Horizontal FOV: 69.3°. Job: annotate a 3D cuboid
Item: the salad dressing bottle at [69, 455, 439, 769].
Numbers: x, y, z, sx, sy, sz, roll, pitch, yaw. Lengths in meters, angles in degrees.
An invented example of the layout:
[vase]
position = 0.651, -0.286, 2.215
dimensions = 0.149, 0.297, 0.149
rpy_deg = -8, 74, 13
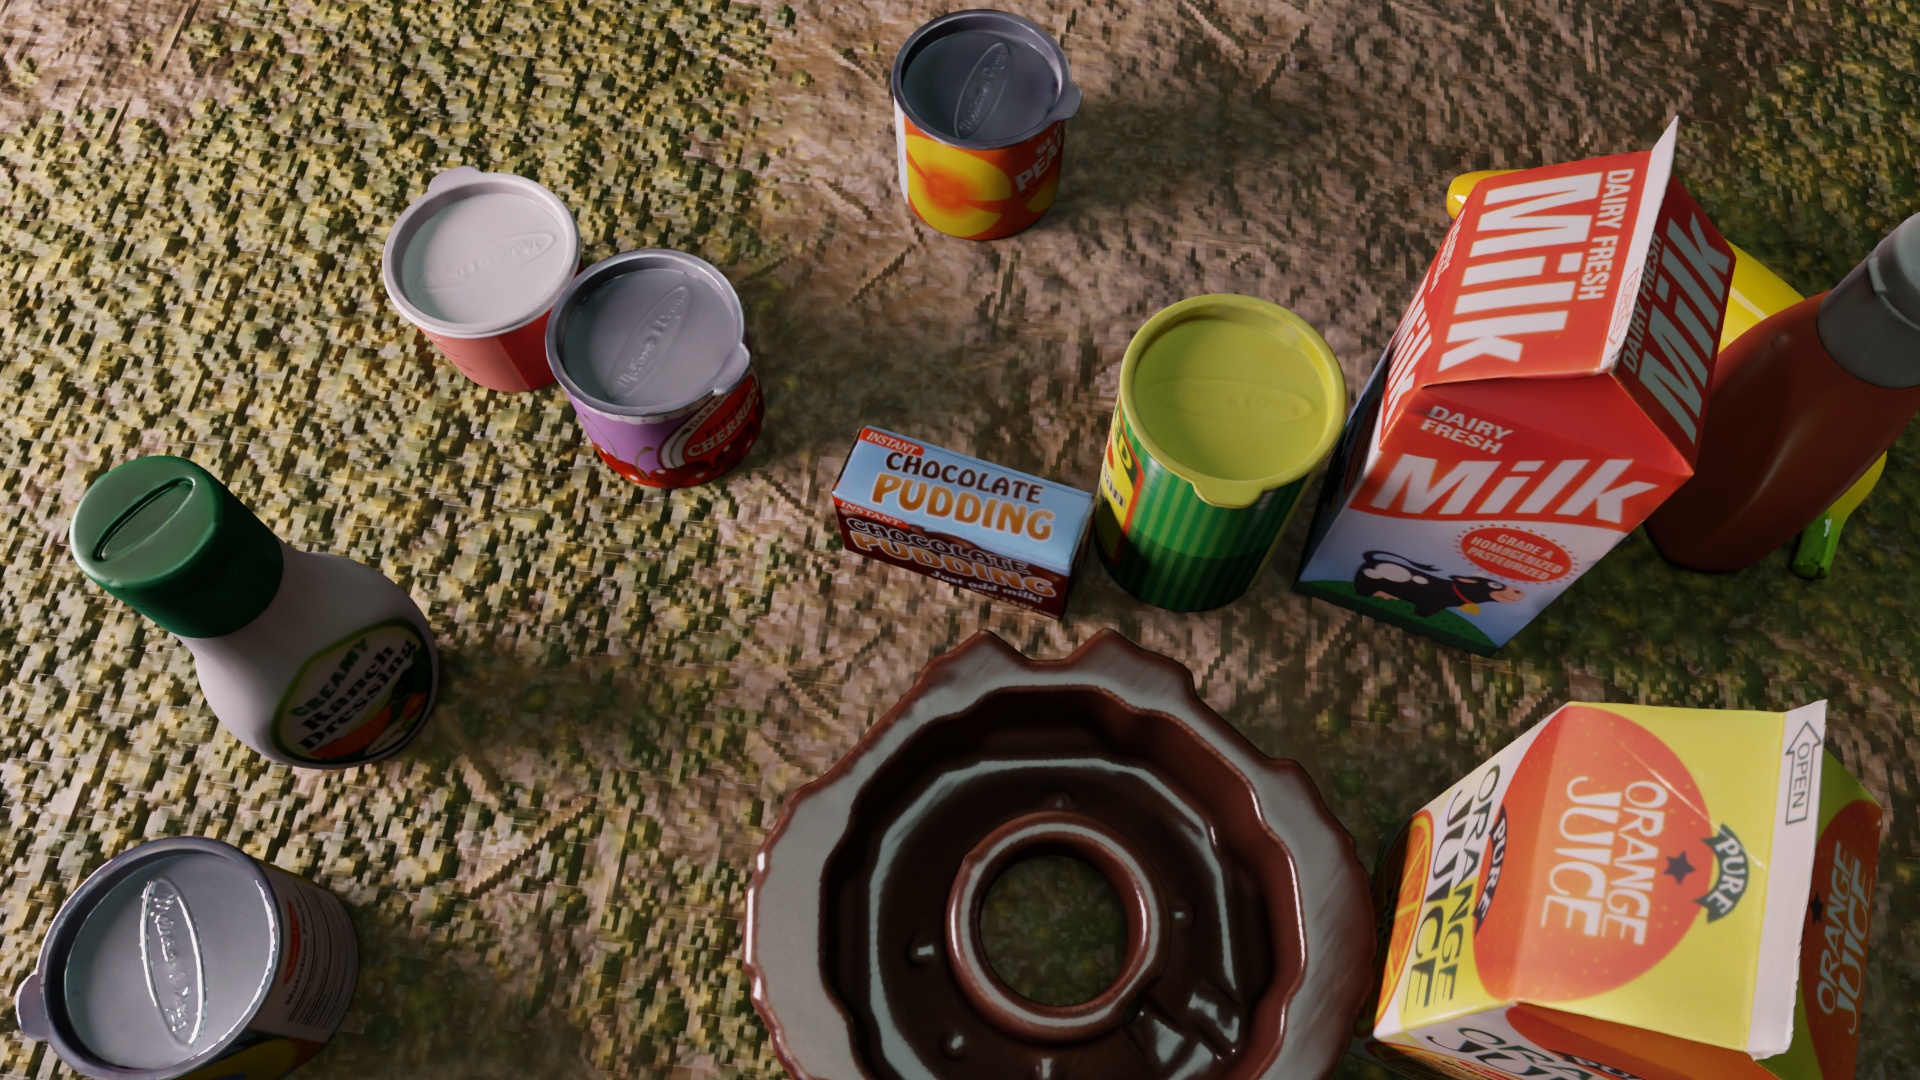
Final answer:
[salad dressing bottle]
position = -0.198, 0.024, 0.401
dimensions = 0.044, 0.147, 0.064
rpy_deg = 38, 71, 15

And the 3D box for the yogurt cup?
[yogurt cup]
position = -0.166, -0.090, 0.504
dimensions = 0.072, 0.053, 0.072
rpy_deg = 0, 66, 0

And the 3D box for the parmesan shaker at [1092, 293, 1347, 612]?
[parmesan shaker]
position = 0.078, -0.021, 0.449
dimensions = 0.071, 0.102, 0.071
rpy_deg = 0, 66, 0

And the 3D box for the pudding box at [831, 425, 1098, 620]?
[pudding box]
position = 0.002, -0.006, 0.470
dimensions = 0.084, 0.049, 0.030
rpy_deg = 18, 67, 7

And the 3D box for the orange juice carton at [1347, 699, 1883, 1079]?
[orange juice carton]
position = 0.158, 0.099, 0.347
dimensions = 0.073, 0.192, 0.072
rpy_deg = 19, 68, 8

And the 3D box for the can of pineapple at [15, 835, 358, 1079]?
[can of pineapple]
position = -0.221, 0.125, 0.405
dimensions = 0.071, 0.057, 0.071
rpy_deg = 0, 66, 0

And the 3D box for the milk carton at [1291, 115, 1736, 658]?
[milk carton]
position = 0.161, -0.037, 0.409
dimensions = 0.073, 0.189, 0.072
rpy_deg = 19, 67, 8

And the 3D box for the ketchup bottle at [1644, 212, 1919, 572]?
[ketchup bottle]
position = 0.266, -0.045, 0.437
dimensions = 0.043, 0.148, 0.065
rpy_deg = 3, 66, 1

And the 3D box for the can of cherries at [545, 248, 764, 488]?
[can of cherries]
position = -0.103, -0.057, 0.488
dimensions = 0.071, 0.058, 0.072
rpy_deg = 0, 66, 0

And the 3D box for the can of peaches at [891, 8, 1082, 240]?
[can of peaches]
position = 0.010, -0.158, 0.534
dimensions = 0.071, 0.057, 0.071
rpy_deg = 0, 66, 0
